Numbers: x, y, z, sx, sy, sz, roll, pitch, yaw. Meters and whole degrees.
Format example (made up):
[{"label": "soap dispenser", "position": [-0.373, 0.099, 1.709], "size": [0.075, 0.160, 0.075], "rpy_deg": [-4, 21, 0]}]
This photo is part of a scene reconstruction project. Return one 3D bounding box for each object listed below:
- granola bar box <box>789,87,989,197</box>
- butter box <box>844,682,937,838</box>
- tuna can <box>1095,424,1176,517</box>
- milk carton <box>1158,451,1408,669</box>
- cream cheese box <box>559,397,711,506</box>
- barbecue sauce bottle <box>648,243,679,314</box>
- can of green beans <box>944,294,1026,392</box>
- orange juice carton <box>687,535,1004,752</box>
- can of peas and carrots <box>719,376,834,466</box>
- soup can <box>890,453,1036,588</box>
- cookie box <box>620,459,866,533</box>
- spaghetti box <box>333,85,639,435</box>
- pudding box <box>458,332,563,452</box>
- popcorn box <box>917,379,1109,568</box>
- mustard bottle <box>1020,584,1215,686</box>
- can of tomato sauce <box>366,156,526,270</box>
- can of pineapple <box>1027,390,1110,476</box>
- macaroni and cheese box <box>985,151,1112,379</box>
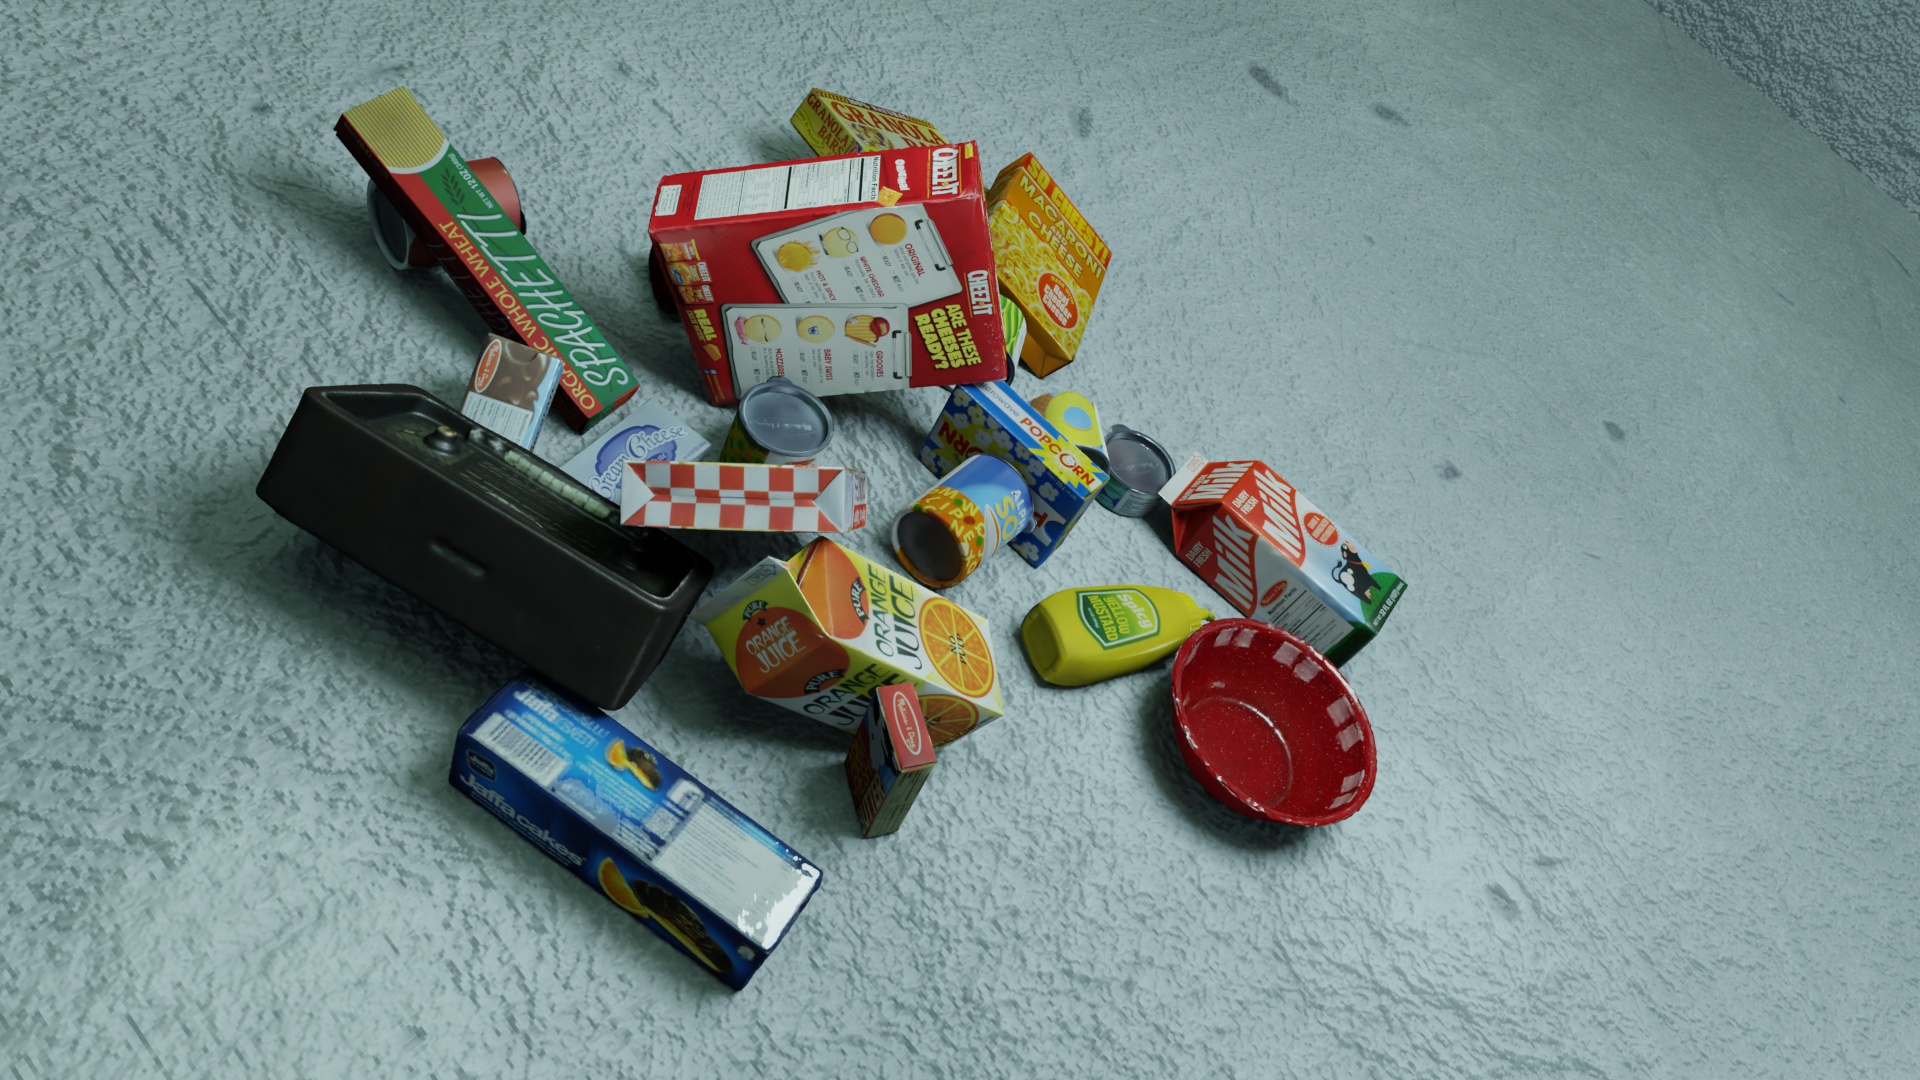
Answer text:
[{"label": "granola bar box", "position": [-0.050, -0.315, 1.176], "size": [0.124, 0.039, 0.166], "rpy_deg": [53, 29, 19]}, {"label": "butter box", "position": [-0.043, 0.130, 0.810], "size": [0.024, 0.103, 0.053], "rpy_deg": [-6, 59, -21]}, {"label": "tuna can", "position": [0.133, -0.055, 1.099], "size": [0.071, 0.032, 0.071], "rpy_deg": [14, 49, -17]}, {"label": "milk carton", "position": [0.240, 0.009, 1.073], "size": [0.191, 0.073, 0.073], "rpy_deg": [41, 47, 7]}, {"label": "cream cheese box", "position": [-0.218, -0.049, 0.919], "size": [0.053, 0.024, 0.104], "rpy_deg": [36, 46, 4]}, {"label": "barbecue sauce bottle", "position": [-0.158, -0.201, 1.060], "size": [0.149, 0.043, 0.065], "rpy_deg": [-4, 57, -30]}, {"label": "can of green beans", "position": [0.015, -0.154, 1.096], "size": [0.071, 0.071, 0.058], "rpy_deg": [24, 46, -9]}, {"label": "orange juice carton", "position": [-0.065, 0.061, 0.825], "size": [0.192, 0.071, 0.073], "rpy_deg": [29, 39, -41]}, {"label": "can of peas and carrots", "position": [-0.128, -0.068, 0.957], "size": [0.071, 0.058, 0.071], "rpy_deg": [15, 48, -17]}, {"label": "soup can", "position": [0.003, -0.012, 0.974], "size": [0.071, 0.071, 0.084], "rpy_deg": [42, 47, 9]}, {"label": "cookie box", "position": [-0.124, -0.027, 0.837], "size": [0.123, 0.167, 0.040], "rpy_deg": [2, 92, 0]}, {"label": "spaghetti box", "position": [-0.310, -0.184, 0.920], "size": [0.250, 0.028, 0.050], "rpy_deg": [52, 55, -8]}, {"label": "pudding box", "position": [-0.289, -0.083, 0.880], "size": [0.050, 0.030, 0.084], "rpy_deg": [18, 79, -12]}, {"label": "popcorn box", "position": [0.036, -0.054, 1.012], "size": [0.127, 0.084, 0.038], "rpy_deg": [43, 46, 11]}, {"label": "mustard bottle", "position": [0.122, 0.061, 0.988], "size": [0.161, 0.048, 0.065], "rpy_deg": [-8, 60, -32]}, {"label": "can of tomato sauce", "position": [-0.356, -0.226, 0.962], "size": [0.083, 0.070, 0.071], "rpy_deg": [-22, 67, -37]}, {"label": "can of pineapple", "position": [0.076, -0.072, 1.061], "size": [0.071, 0.070, 0.058], "rpy_deg": [9, 50, -21]}, {"label": "macaroni and cheese box", "position": [0.062, -0.235, 1.173], "size": [0.123, 0.040, 0.167], "rpy_deg": [46, 41, -23]}]
